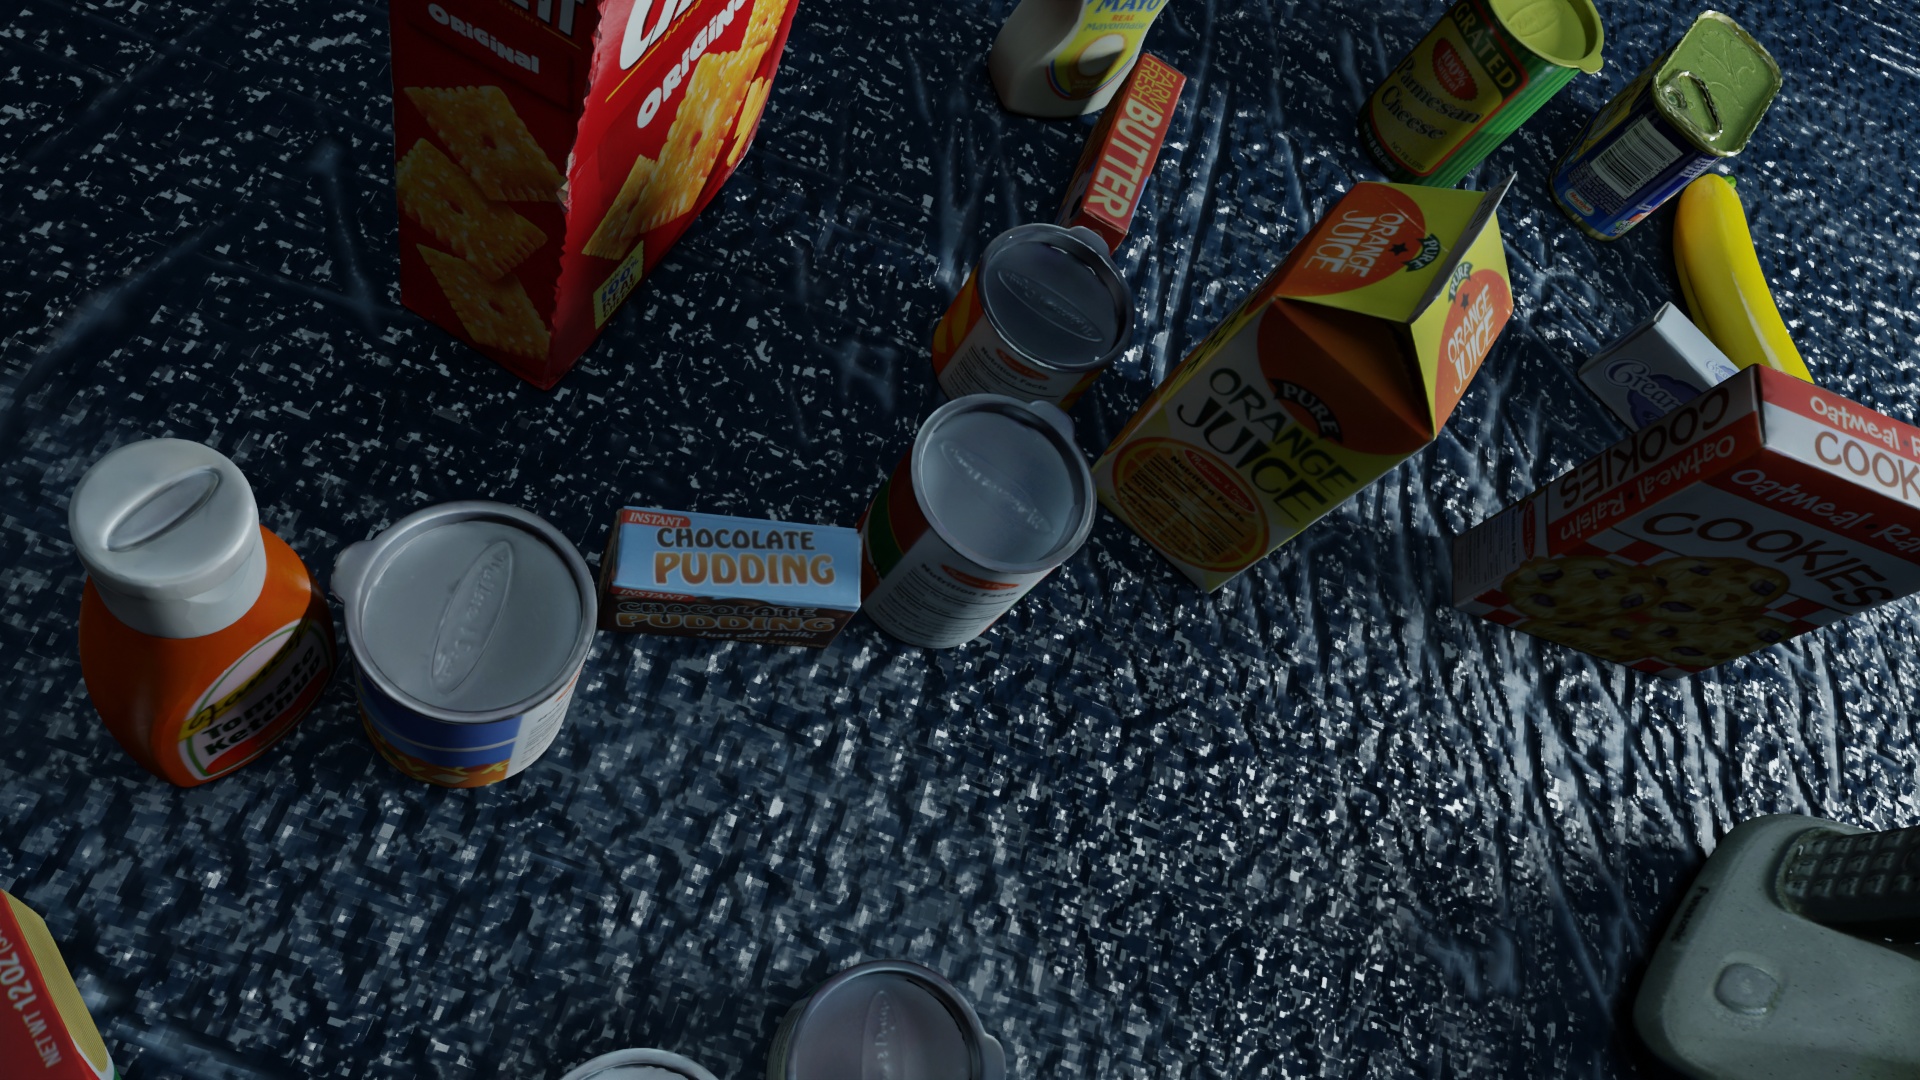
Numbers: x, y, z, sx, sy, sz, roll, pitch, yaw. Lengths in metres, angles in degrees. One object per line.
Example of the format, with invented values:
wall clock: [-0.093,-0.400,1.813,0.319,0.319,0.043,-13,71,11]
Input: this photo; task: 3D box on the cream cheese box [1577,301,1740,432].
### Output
cream cheese box: [0.361,-0.063,0.683,0.104,0.053,0.024,46,59,3]

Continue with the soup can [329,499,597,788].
soup can: [-0.151,0.033,0.419,0.071,0.083,0.071,8,65,-18]

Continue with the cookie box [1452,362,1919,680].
cookie box: [0.306,0.000,0.567,0.123,0.166,0.040,18,62,-14]

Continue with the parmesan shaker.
parmesan shaker: [0.254,-0.225,0.684,0.071,0.102,0.071,8,65,-18]

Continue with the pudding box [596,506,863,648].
pudding box: [-0.079,0.013,0.476,0.084,0.049,0.030,6,65,-19]

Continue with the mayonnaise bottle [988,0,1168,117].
mayonnaise bottle: [0.065,-0.241,0.591,0.065,0.147,0.041,-11,72,-25]

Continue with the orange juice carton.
orange juice carton: [0.126,-0.058,0.507,0.073,0.191,0.072,41,59,-1]

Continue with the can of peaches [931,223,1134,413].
can of peaches: [0.029,-0.085,0.559,0.071,0.057,0.071,8,65,-18]

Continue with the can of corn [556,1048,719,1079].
can of corn: [-0.094,0.181,0.390,0.071,0.058,0.071,8,65,-18]

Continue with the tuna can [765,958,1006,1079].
tuna can: [-0.024,0.168,0.438,0.071,0.032,0.071,8,65,-18]

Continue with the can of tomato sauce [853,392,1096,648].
can of tomato sauce: [0.002,-0.006,0.498,0.071,0.082,0.071,8,65,-18]

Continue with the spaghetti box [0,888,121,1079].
spaghetti box: [-0.196,0.204,0.344,0.029,0.050,0.250,-27,79,-29]

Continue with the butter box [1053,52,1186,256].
butter box: [0.066,-0.161,0.610,0.024,0.053,0.104,27,60,-9]

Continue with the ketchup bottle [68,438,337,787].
ketchup bottle: [-0.201,0.020,0.367,0.043,0.148,0.065,42,59,0]
